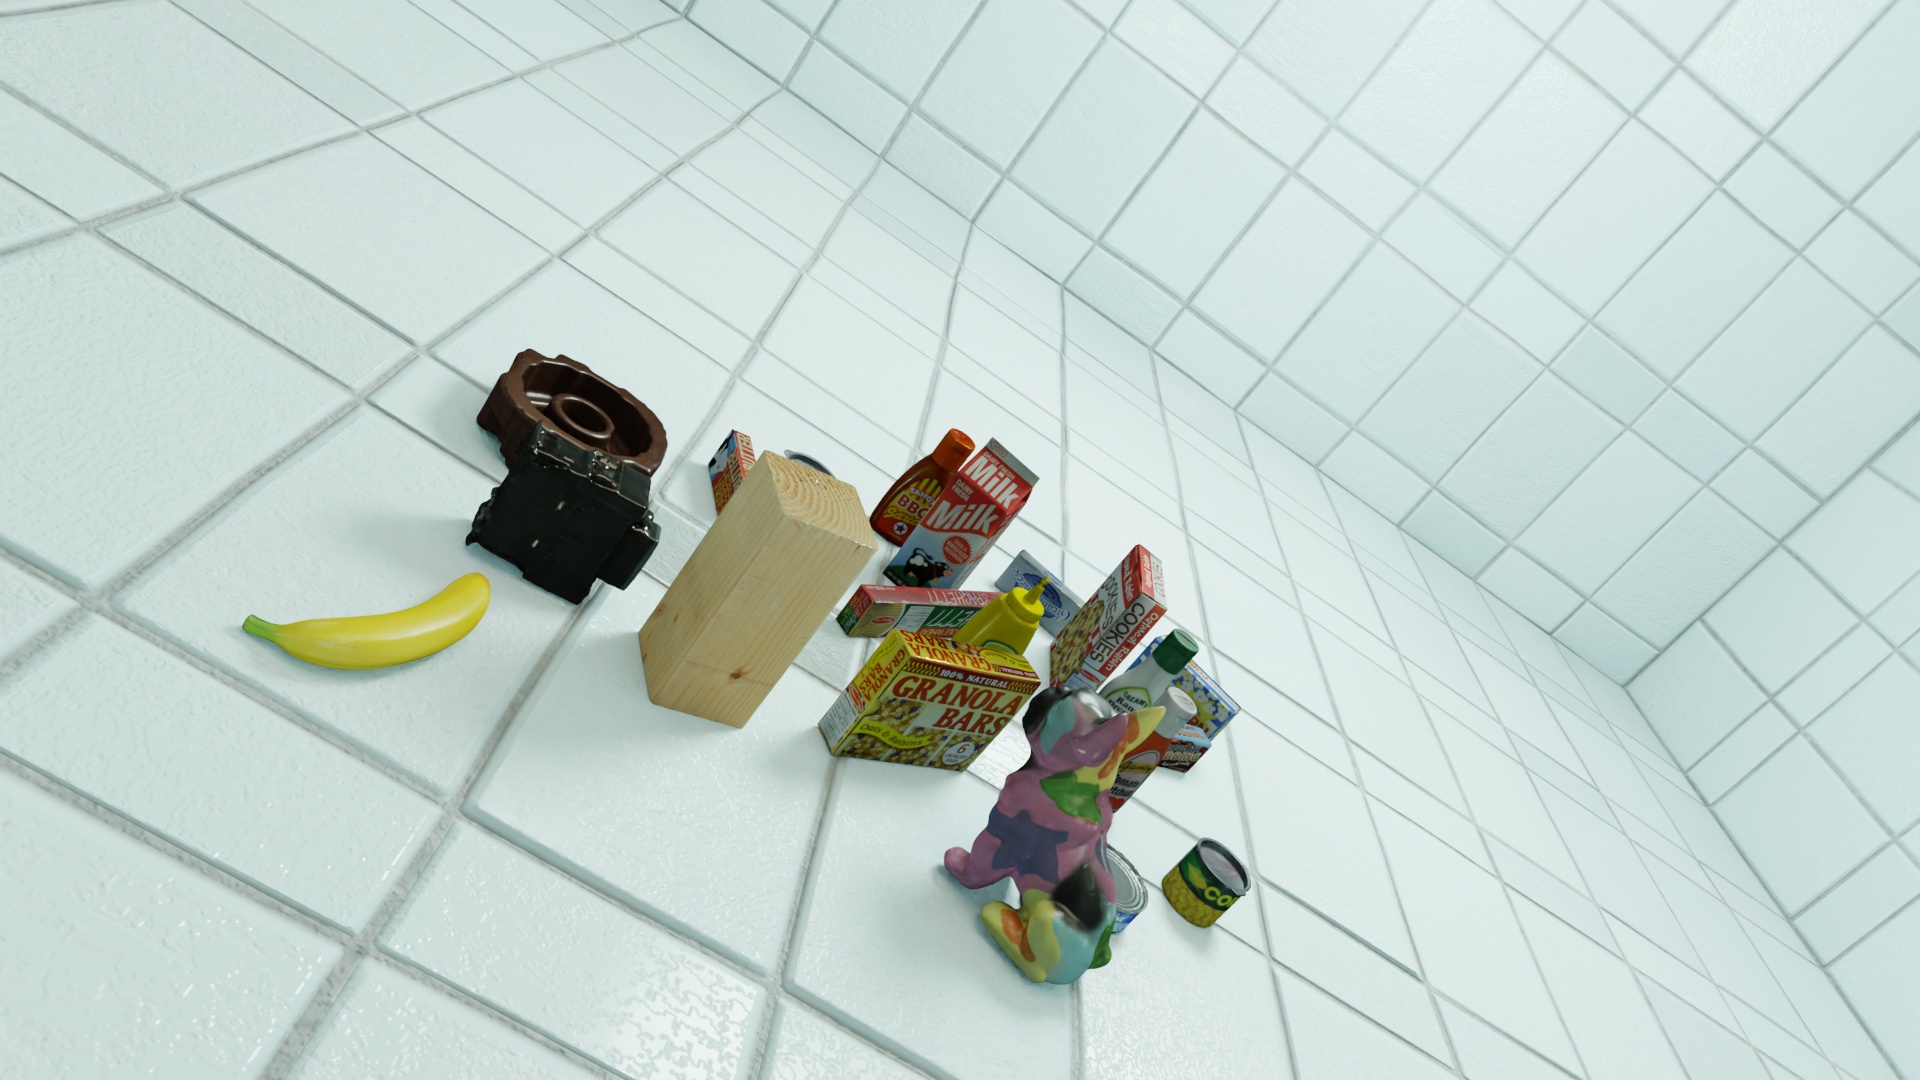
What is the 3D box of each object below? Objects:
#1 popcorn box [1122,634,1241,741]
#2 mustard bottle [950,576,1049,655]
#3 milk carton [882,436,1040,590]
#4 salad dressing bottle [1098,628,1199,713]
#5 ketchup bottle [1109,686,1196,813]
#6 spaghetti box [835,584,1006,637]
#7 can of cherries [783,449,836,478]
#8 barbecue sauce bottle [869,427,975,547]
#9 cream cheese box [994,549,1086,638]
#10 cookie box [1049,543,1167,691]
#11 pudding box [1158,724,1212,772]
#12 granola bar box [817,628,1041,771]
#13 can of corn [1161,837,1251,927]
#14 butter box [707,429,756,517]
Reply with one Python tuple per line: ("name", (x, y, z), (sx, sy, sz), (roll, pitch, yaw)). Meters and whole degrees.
("popcorn box", (0.254, 0.184, 1.630), (0.127, 0.085, 0.038), (45, 23, 17))
("mustard bottle", (0.038, 0.094, 1.381), (0.065, 0.159, 0.049), (27, 25, -26))
("milk carton", (0.005, -0.019, 1.509), (0.072, 0.190, 0.074), (41, 22, 7))
("salad dressing bottle", (0.200, 0.159, 1.517), (0.064, 0.147, 0.044), (38, 22, -2))
("ketchup bottle", (0.174, 0.208, 1.383), (0.065, 0.148, 0.044), (23, 27, -34))
("spaghetti box", (-0.029, 0.077, 1.459), (0.250, 0.050, 0.029), (6, 39, -52))
("can of cherries", (-0.174, -0.053, 1.480), (0.071, 0.058, 0.072), (32, 23, -15))
("barbecue sauce bottle", (-0.039, -0.061, 1.578), (0.065, 0.148, 0.044), (32, 23, -15))
("cream cheese box", (0.096, 0.065, 1.664), (0.104, 0.053, 0.024), (41, 22, 7))
("cookie box", (0.163, 0.097, 1.553), (0.040, 0.167, 0.123), (34, 23, -11))
("pudding box", (0.237, 0.230, 1.565), (0.084, 0.049, 0.030), (20, 29, -38))
("granola bar box", (-0.025, 0.146, 1.236), (0.165, 0.123, 0.039), (16, 31, -43))
("can of corn", (0.241, 0.336, 1.356), (0.071, 0.058, 0.071), (32, 23, -15))
("butter box", (-0.231, -0.064, 1.422), (0.024, 0.053, 0.104), (24, 26, -31))
